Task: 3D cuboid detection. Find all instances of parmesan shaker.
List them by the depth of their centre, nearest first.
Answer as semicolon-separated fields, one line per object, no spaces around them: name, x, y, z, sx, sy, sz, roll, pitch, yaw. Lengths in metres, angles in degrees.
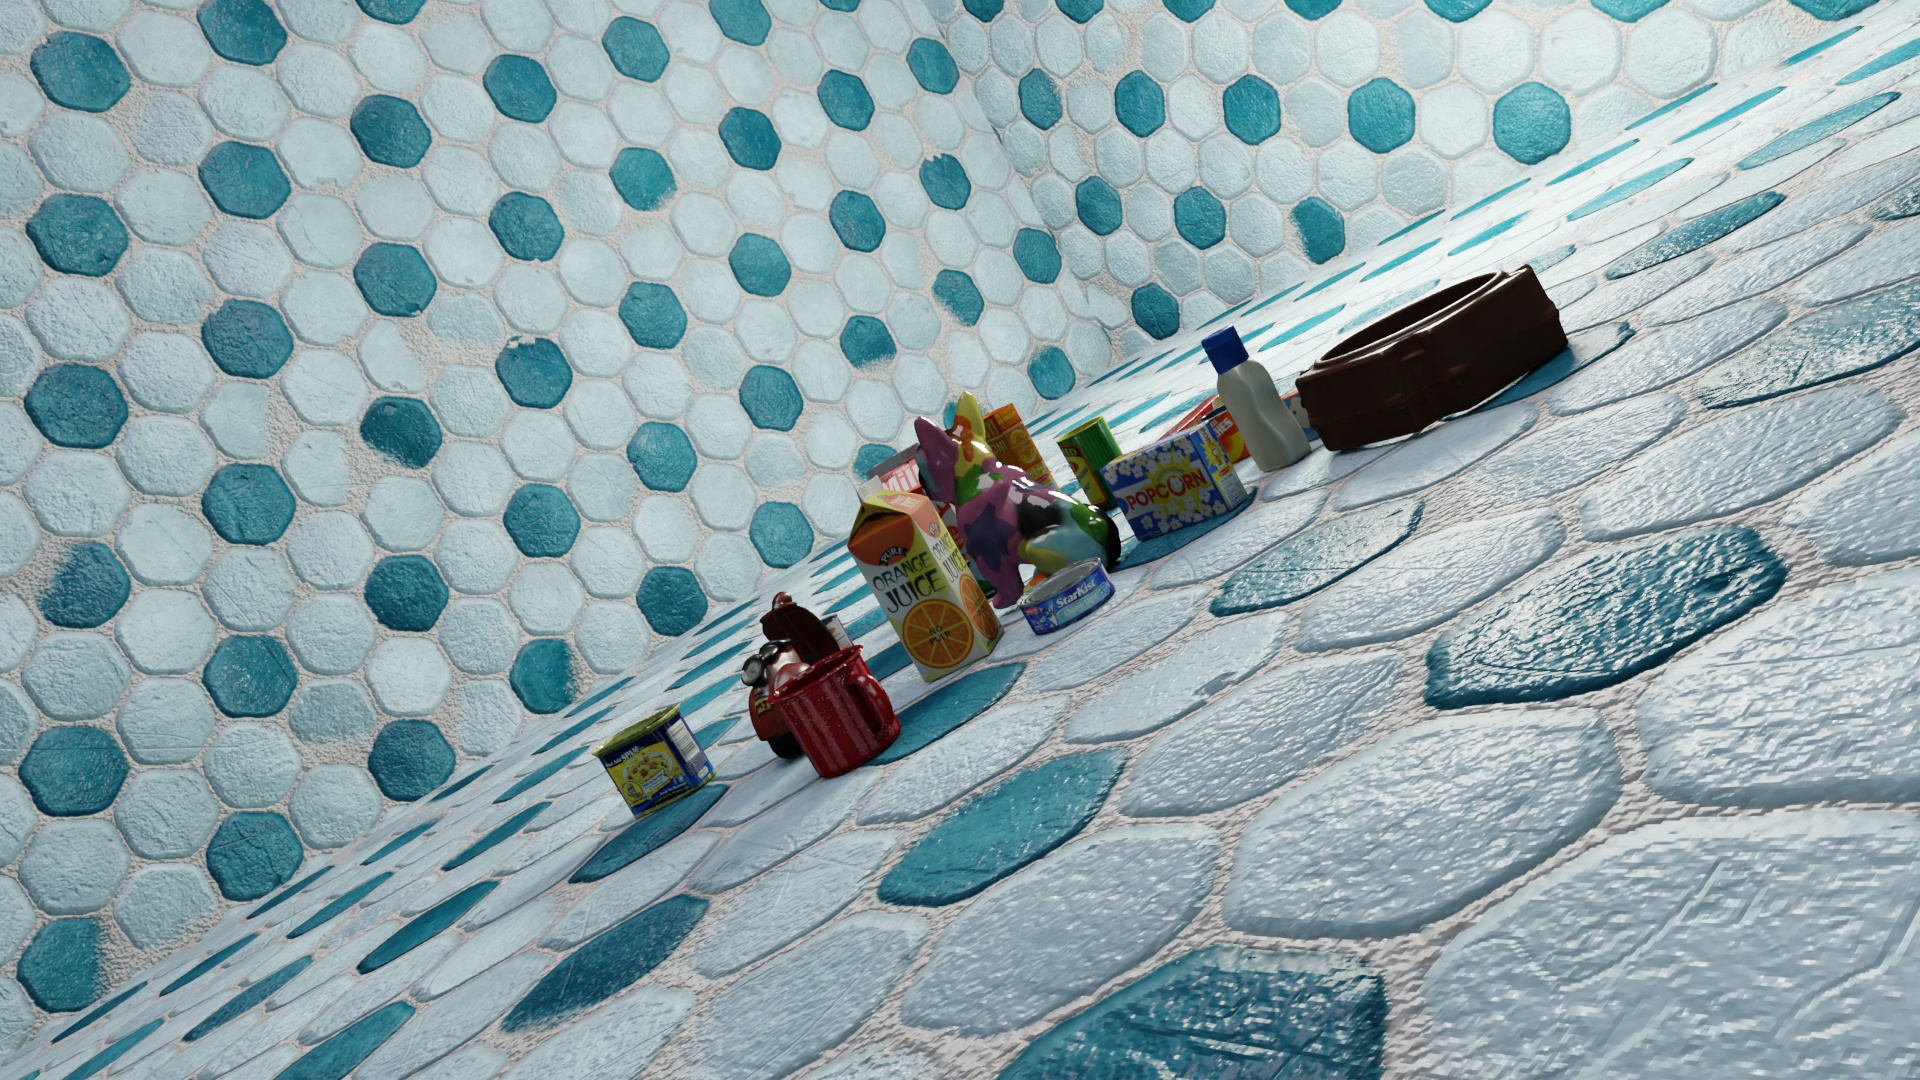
parmesan shaker;0.170;-0.092;1.694;0.071;0.103;0.071;-29;6;4

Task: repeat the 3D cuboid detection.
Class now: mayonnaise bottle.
mayonnaise bottle;0.288;-0.141;1.373;0.041;0.148;0.064;-32;7;-23

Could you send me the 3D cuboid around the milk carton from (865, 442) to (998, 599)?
milk carton;-0.032;-0.012;1.571;0.072;0.190;0.073;-29;6;5

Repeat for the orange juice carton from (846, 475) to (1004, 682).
orange juice carton;-0.041;0.028;1.306;0.073;0.192;0.072;-27;7;19

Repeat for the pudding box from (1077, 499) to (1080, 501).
pudding box;0.111;-0.005;1.528;0.030;0.049;0.084;-22;10;48

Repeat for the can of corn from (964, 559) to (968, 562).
can of corn;-0.008;0.061;1.498;0.071;0.058;0.071;-29;7;4

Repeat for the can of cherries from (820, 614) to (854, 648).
can of cherries;-0.161;0.128;1.639;0.071;0.058;0.071;-29;7;4

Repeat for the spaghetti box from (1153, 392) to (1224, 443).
spaghetti box;0.274;-0.118;1.673;0.028;0.050;0.251;-24;8;39

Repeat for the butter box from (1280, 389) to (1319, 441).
butter box;0.338;-0.123;1.437;0.024;0.053;0.103;-34;8;-37

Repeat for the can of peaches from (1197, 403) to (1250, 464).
can of peaches;0.305;-0.122;1.544;0.071;0.058;0.071;-29;7;4

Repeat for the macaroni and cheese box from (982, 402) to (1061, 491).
macaroni and cheese box;0.066;-0.089;1.837;0.040;0.166;0.123;-33;7;-27

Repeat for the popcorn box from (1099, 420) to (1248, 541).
popcorn box;0.207;-0.056;1.354;0.038;0.085;0.126;-35;8;-39
